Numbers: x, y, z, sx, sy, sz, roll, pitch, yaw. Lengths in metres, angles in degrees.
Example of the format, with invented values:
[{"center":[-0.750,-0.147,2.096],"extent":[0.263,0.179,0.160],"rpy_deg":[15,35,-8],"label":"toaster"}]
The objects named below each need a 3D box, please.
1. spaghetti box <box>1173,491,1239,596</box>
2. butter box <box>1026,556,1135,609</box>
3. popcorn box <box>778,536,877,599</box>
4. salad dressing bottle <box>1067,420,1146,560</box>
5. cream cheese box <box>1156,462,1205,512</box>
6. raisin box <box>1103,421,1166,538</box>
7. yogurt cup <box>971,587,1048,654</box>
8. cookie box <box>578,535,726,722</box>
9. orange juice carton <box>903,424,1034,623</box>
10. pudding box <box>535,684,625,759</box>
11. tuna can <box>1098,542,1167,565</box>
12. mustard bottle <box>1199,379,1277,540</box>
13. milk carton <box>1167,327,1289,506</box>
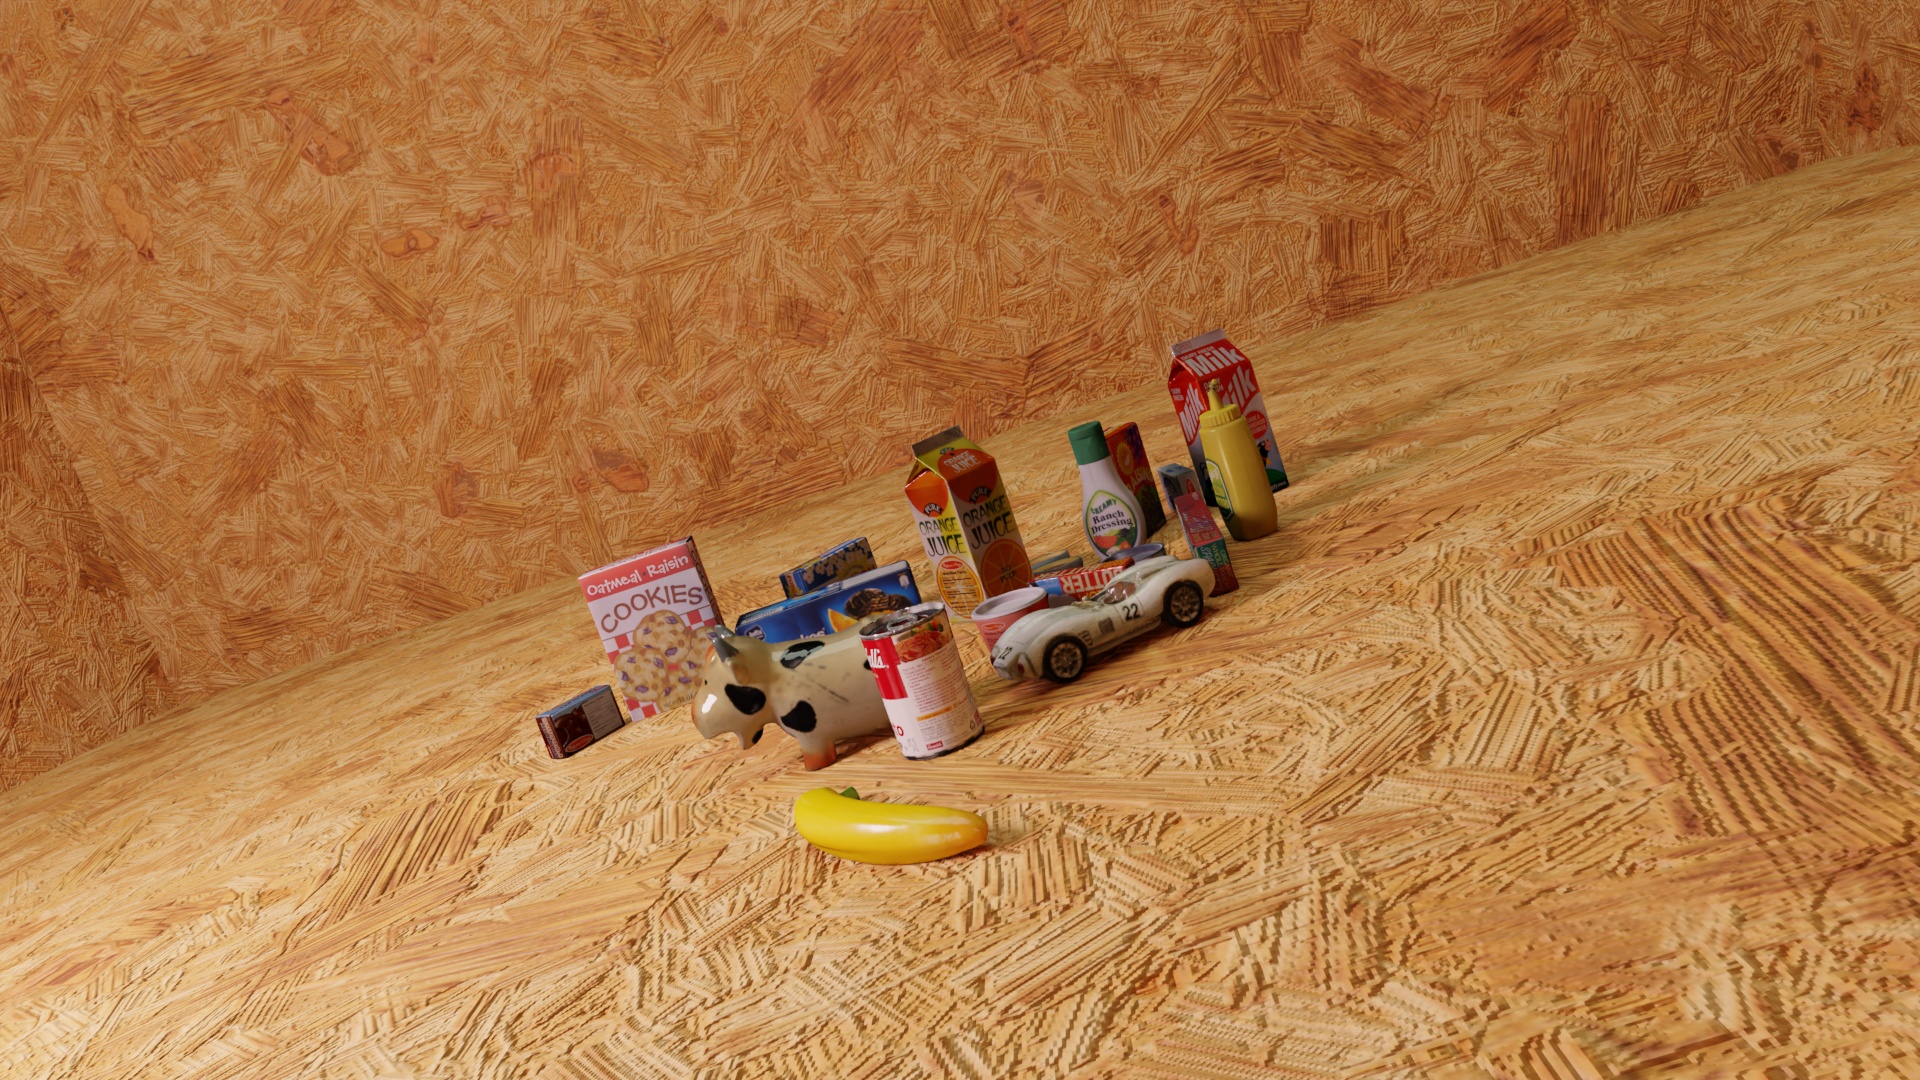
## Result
[{"center":[0.229,-0.001,1.312],"extent":[0.028,0.050,0.251],"rpy_deg":[-18,9,8],"label":"spaghetti box"},{"center":[0.114,0.050,1.236],"extent":[0.103,0.053,0.024],"rpy_deg":[-13,11,34],"label":"butter box"},{"center":[-0.146,0.056,1.620],"extent":[0.038,0.085,0.127],"rpy_deg":[-12,11,39],"label":"popcorn box"},{"center":[0.151,-0.050,1.456],"extent":[0.064,0.147,0.044],"rpy_deg":[-16,9,19],"label":"salad dressing bottle"},{"center":[0.253,-0.057,1.589],"extent":[0.024,0.053,0.104],"rpy_deg":[-19,9,-1],"label":"cream cheese box"},{"center":[0.181,-0.062,1.538],"extent":[0.040,0.123,0.086],"rpy_deg":[-13,10,33],"label":"raisin box"},{"center":[0.049,0.077,1.203],"extent":[0.072,0.054,0.072],"rpy_deg":[-18,9,3],"label":"yogurt cup"},{"center":[-0.318,0.094,1.484],"extent":[0.123,0.167,0.040],"rpy_deg":[-19,9,1],"label":"cookie box"},{"center":[0.005,-0.018,1.414],"extent":[0.072,0.192,0.073],"rpy_deg":[-26,11,-38],"label":"orange juice carton"},{"center":[-0.397,0.189,1.452],"extent":[0.030,0.049,0.084],"rpy_deg":[-12,11,39],"label":"pudding box"},{"center":[0.166,0.028,1.323],"extent":[0.071,0.032,0.071],"rpy_deg":[-18,9,3],"label":"tuna can"},{"center":[0.267,-0.081,1.365],"extent":[0.049,0.160,0.065],"rpy_deg":[-20,9,-6],"label":"mustard bottle"},{"center":[0.292,-0.137,1.550],"extent":[0.072,0.190,0.073],"rpy_deg":[-22,9,-17],"label":"milk carton"}]
